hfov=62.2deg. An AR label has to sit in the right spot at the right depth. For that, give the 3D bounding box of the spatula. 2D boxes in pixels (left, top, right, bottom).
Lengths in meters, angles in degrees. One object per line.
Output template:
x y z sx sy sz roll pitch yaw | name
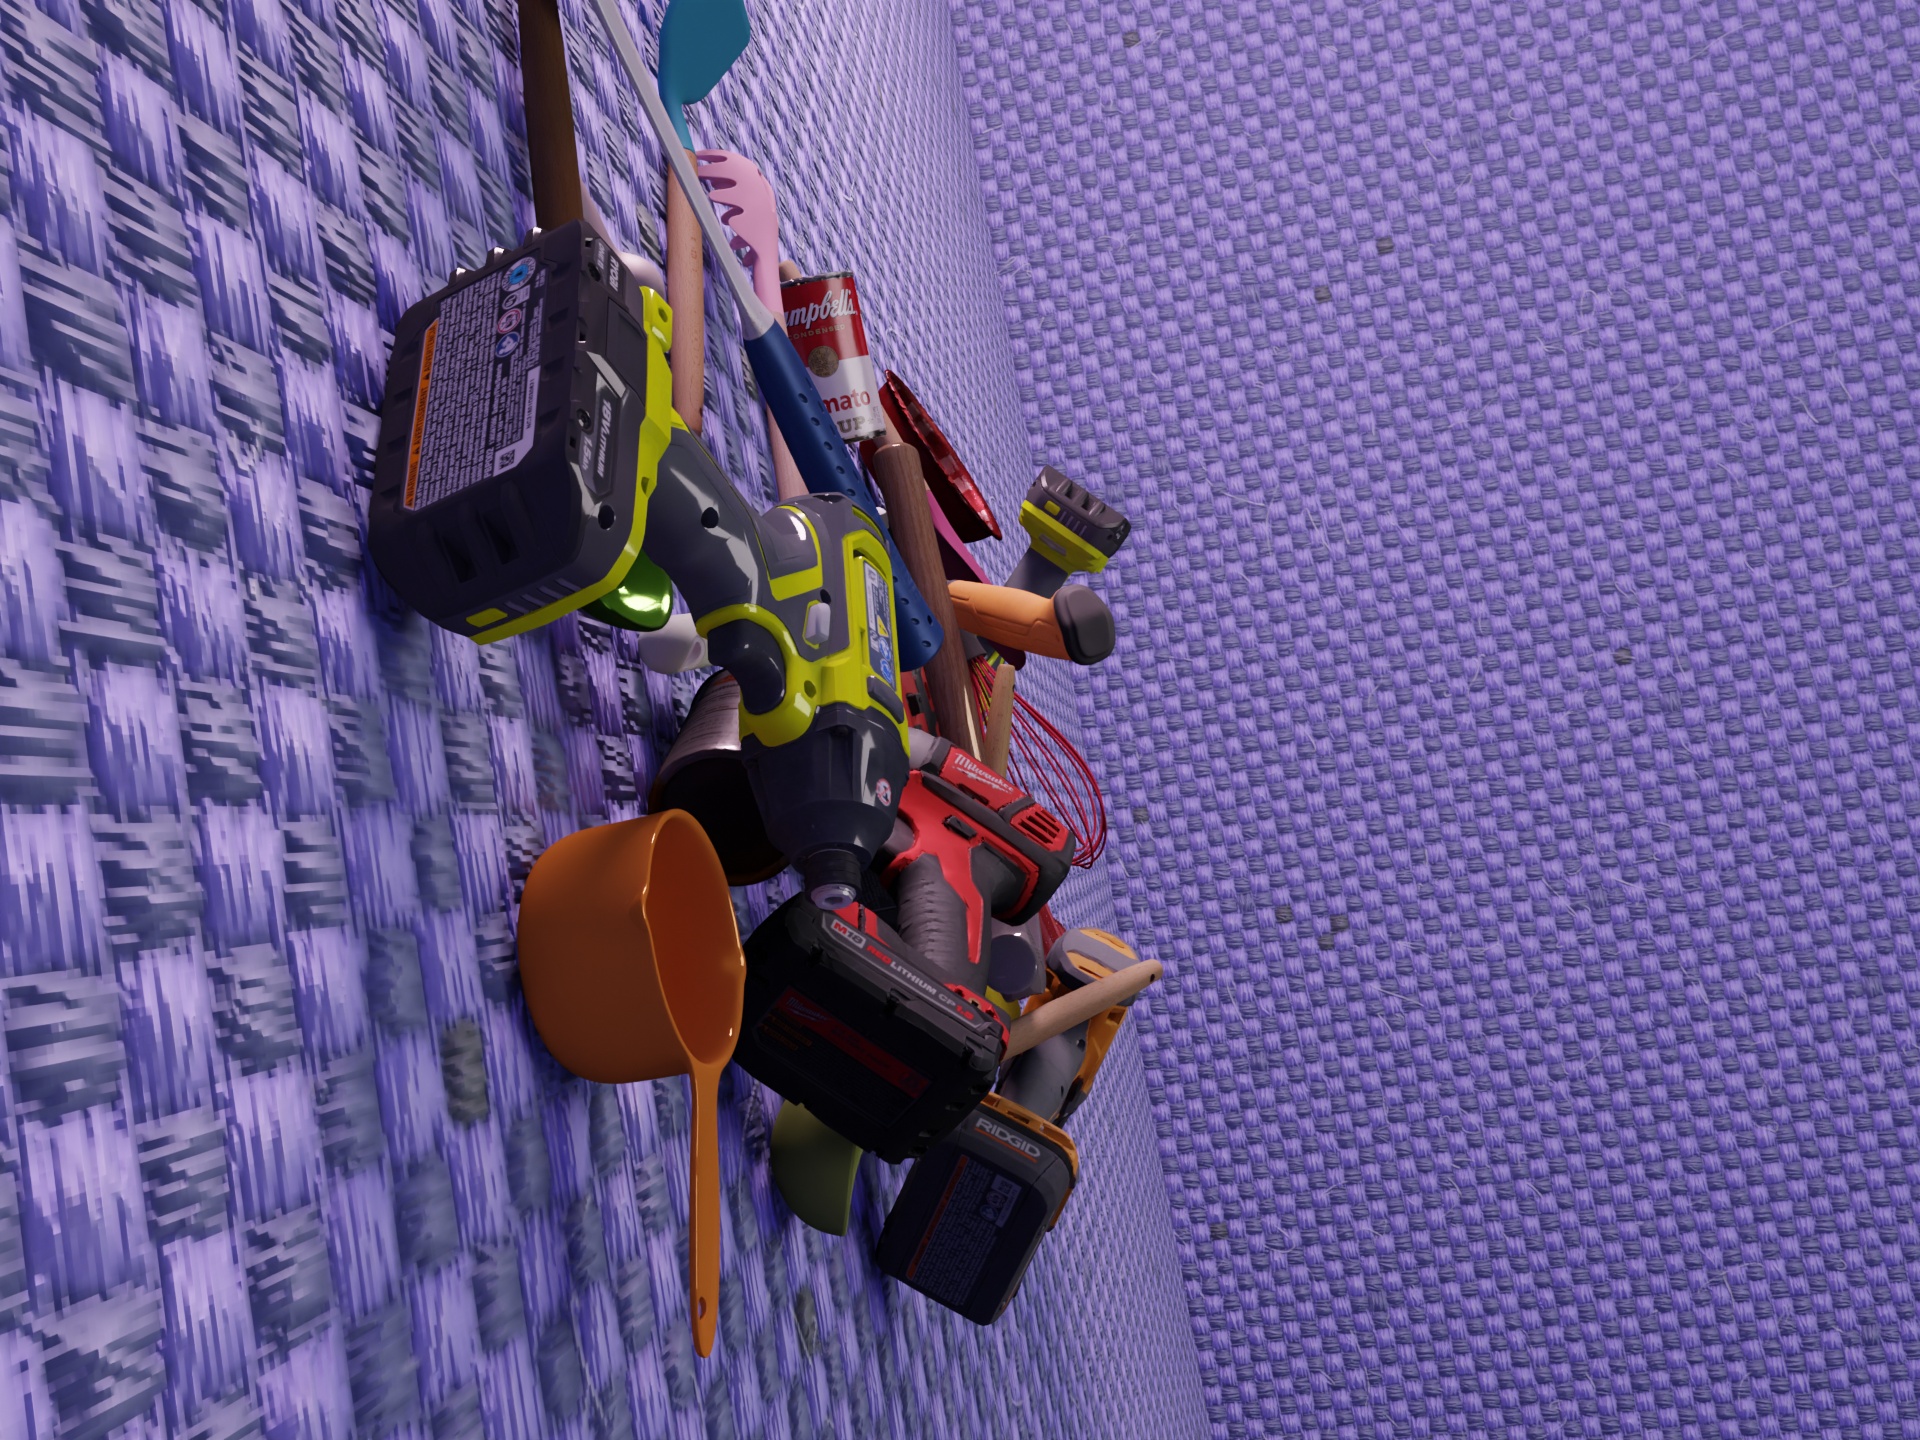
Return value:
-0.136 -0.281 0.839 0.082 0.044 0.318 69 13 -64 | spatula

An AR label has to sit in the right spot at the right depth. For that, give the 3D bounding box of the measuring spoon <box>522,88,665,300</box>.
-0.159 -0.227 0.705 0.124 0.018 0.034 65 16 -51 | measuring spoon

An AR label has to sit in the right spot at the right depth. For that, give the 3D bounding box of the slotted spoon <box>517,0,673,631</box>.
-0.156 -0.179 0.630 0.070 0.031 0.314 18 58 -60 | slotted spoon

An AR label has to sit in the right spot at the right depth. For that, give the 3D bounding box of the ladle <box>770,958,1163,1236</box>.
0.023 0.173 0.811 0.320 0.062 0.078 -13 116 -50 | ladle

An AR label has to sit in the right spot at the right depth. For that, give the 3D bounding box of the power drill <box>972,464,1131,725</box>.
0.034 -0.080 1.234 0.080 0.228 0.190 35 7 5 | power drill

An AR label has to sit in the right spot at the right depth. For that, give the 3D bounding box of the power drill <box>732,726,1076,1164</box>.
-0.029 0.081 0.730 0.143 0.078 0.220 35 30 -6 | power drill

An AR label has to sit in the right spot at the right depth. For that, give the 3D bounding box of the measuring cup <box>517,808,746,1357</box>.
-0.107 0.116 0.517 0.095 0.052 0.174 58 25 -67 | measuring cup

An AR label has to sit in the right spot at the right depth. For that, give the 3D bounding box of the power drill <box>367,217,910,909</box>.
-0.090 -0.044 0.548 0.223 0.080 0.171 44 33 -50 | power drill

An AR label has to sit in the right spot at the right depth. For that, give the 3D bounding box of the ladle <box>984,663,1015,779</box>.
0.009 0.120 1.006 0.069 0.031 0.315 21 76 -74 | ladle

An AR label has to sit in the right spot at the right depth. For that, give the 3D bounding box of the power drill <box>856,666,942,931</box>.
-0.053 -0.003 0.940 0.227 0.080 0.187 -92 168 -60 | power drill

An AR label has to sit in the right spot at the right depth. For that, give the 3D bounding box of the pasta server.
-0.107 -0.193 0.858 0.060 0.040 0.316 63 14 -60 | pasta server

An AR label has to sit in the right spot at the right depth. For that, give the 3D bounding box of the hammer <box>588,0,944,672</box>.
-0.097 -0.195 0.738 0.144 0.035 0.405 -85 155 -53 | hammer

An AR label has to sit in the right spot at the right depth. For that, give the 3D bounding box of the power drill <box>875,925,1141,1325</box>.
0.029 0.244 0.927 0.226 0.084 0.185 -48 162 -60 | power drill

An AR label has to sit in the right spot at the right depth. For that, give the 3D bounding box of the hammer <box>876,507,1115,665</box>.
0.005 -0.064 0.995 0.337 0.034 0.127 21 -54 65 | hammer

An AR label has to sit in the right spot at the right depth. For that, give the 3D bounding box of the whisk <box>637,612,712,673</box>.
-0.102 -0.045 0.778 0.058 0.059 0.246 -63 173 11 | whisk

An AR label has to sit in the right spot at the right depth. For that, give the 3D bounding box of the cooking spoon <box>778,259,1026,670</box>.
-0.039 -0.172 1.065 0.319 0.017 0.068 59 -14 4 | cooking spoon

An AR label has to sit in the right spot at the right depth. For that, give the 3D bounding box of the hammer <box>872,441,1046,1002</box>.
-0.001 -0.003 0.916 0.130 0.031 0.331 59 17 -76 | hammer

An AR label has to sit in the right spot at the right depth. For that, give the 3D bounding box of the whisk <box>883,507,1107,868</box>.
0.017 -0.025 1.122 0.296 0.073 0.073 61 6 9 | whisk
